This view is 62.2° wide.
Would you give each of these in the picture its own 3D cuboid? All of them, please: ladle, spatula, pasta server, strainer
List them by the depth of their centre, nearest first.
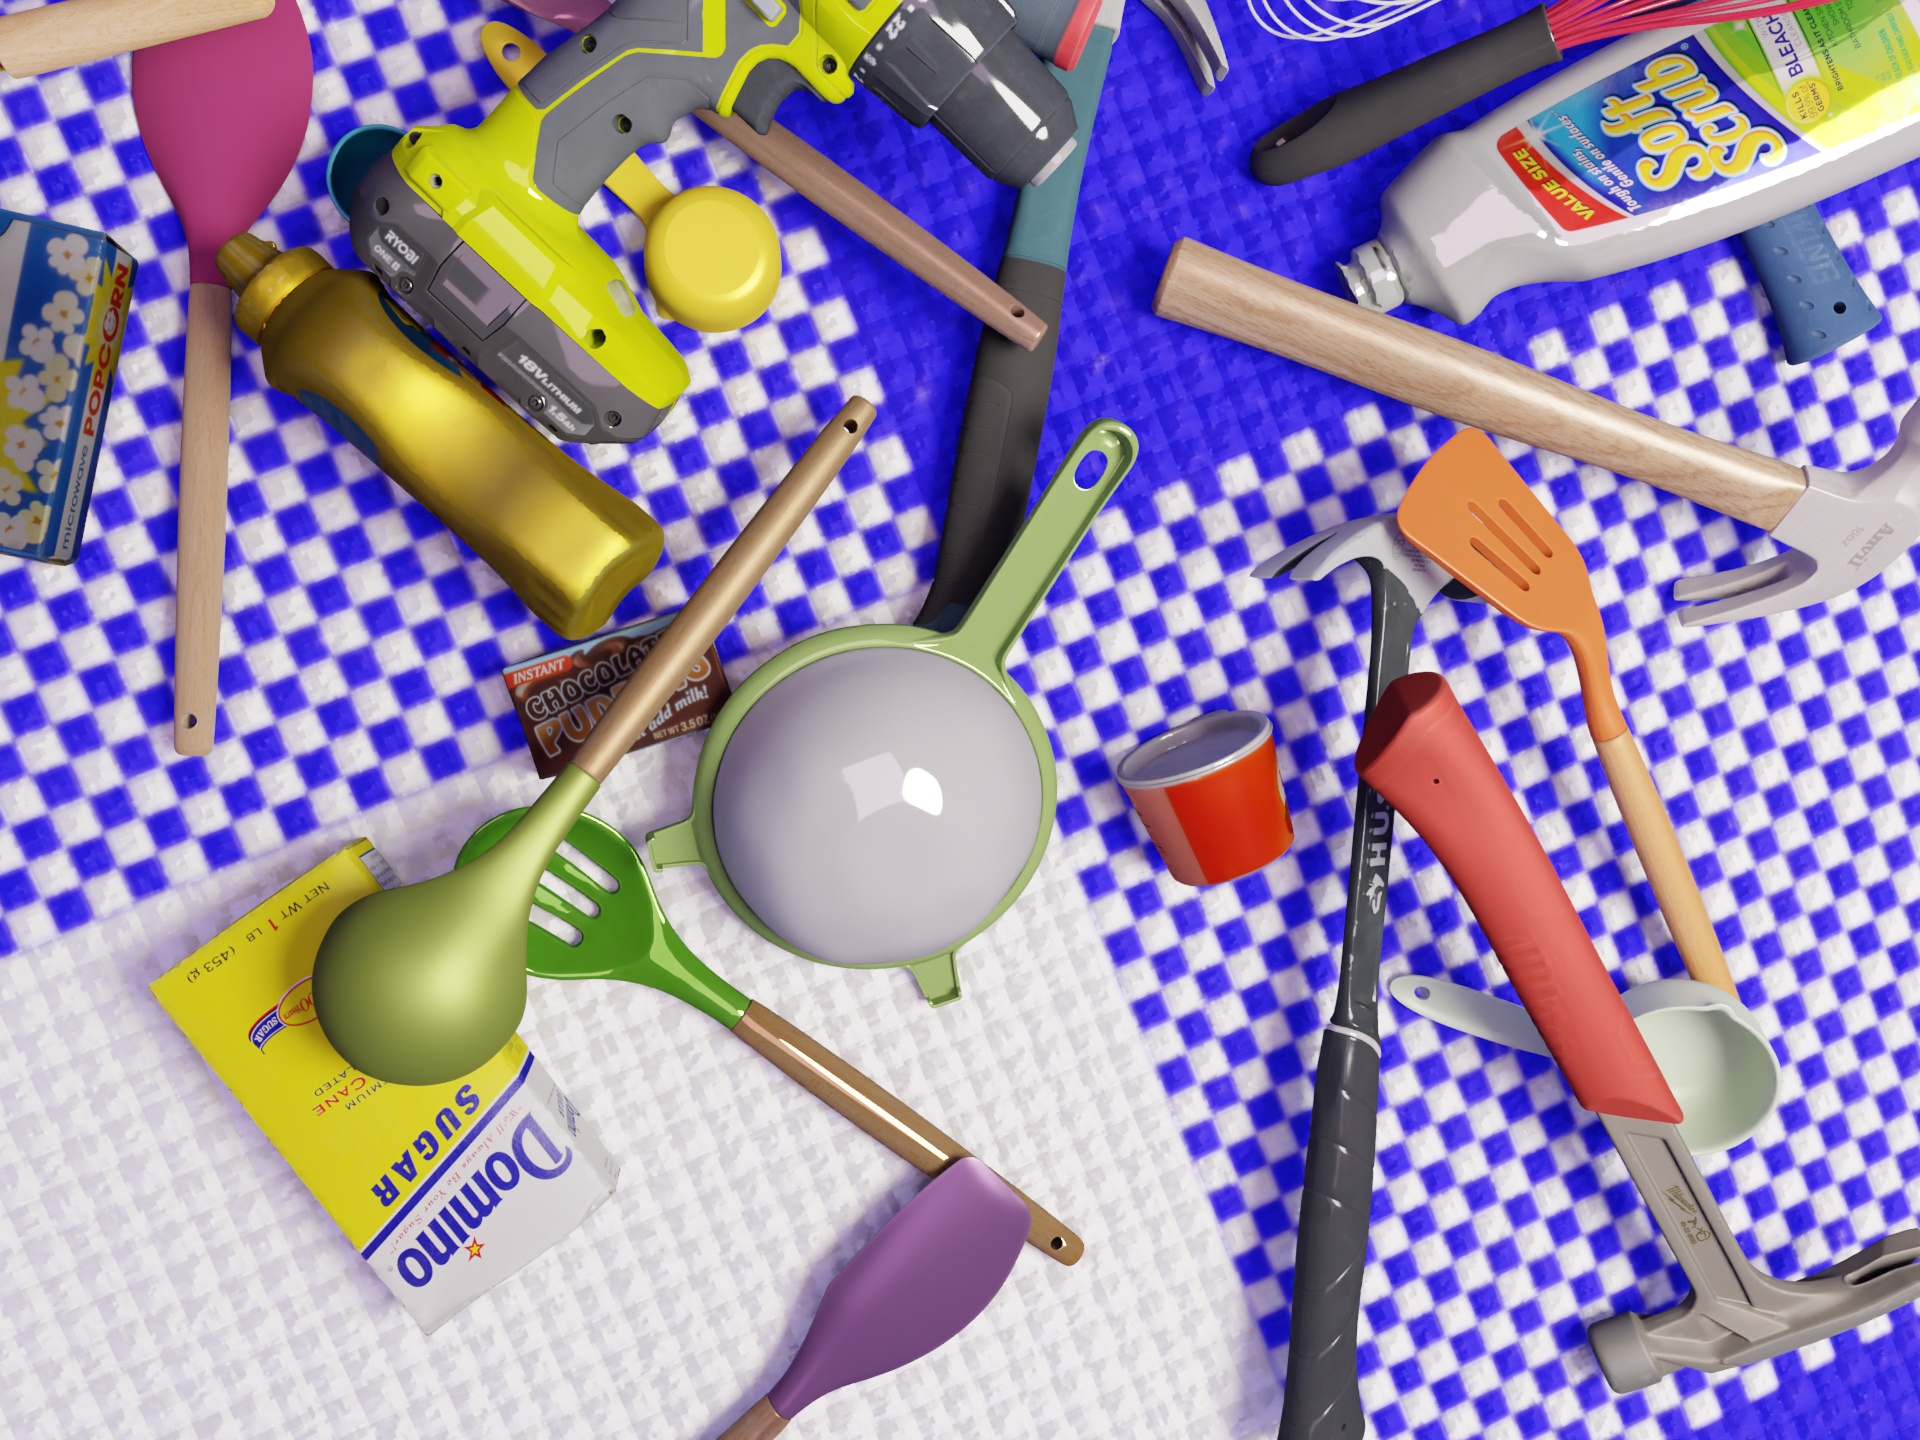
[{"bbox_3d":[-0.131,0.000,0.616,0.078,0.062,0.320,38,75,-13],"label":"ladle"},{"bbox_3d":[-0.001,-0.002,0.618,0.151,0.069,0.256,30,101,-17],"label":"strainer"},{"bbox_3d":[-0.095,-0.247,0.628,0.316,0.040,0.060,36,71,-1],"label":"pasta server"},{"bbox_3d":[-0.093,0.306,0.664,0.316,0.018,0.059,-43,103,-2],"label":"spatula"},{"bbox_3d":[0.278,0.024,0.684,0.081,0.041,0.322,-46,115,-35],"label":"spatula"}]

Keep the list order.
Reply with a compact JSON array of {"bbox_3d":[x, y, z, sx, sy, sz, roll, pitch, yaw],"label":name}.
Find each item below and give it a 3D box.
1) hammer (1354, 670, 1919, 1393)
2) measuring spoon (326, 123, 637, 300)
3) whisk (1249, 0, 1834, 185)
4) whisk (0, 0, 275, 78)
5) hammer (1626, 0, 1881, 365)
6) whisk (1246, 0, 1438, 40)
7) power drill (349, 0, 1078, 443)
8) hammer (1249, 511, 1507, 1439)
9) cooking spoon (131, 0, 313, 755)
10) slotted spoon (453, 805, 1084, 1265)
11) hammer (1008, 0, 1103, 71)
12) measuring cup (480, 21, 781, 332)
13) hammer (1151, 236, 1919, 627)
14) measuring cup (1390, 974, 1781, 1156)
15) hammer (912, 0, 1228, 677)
[{"bbox_3d":[0.269,0.129,0.651,0.149,0.037,0.358,-28,109,15],"label":"hammer"},{"bbox_3d":[-0.191,-0.197,0.646,0.128,0.021,0.042,25,96,-17],"label":"measuring spoon"},{"bbox_3d":[0.249,-0.277,0.617,0.296,0.073,0.073,-18,95,29],"label":"whisk"},{"bbox_3d":[-0.382,-0.249,0.594,0.245,0.051,0.047,-16,87,-5],"label":"whisk"},{"bbox_3d":[0.300,-0.348,0.698,0.144,0.035,0.405,-31,96,-6],"label":"hammer"},{"bbox_3d":[0.244,-0.330,0.648,0.284,0.070,0.070,-16,94,-12],"label":"whisk"},{"bbox_3d":[-0.089,-0.212,0.580,0.190,0.080,0.228,43,105,-13],"label":"power drill"},{"bbox_3d":[0.164,0.116,0.665,0.149,0.036,0.409,1,95,-41],"label":"hammer"},{"bbox_3d":[-0.296,-0.145,0.628,0.068,0.017,0.319,2,90,-8],"label":"cooking spoon"},{"bbox_3d":[-0.073,0.139,0.665,0.313,0.031,0.070,37,87,-9],"label":"slotted spoon"},{"bbox_3d":[-0.129,-0.337,0.603,0.386,0.038,0.143,25,69,-4],"label":"hammer"},{"bbox_3d":[-0.135,-0.224,0.641,0.062,0.029,0.156,-46,100,-4],"label":"measuring cup"},{"bbox_3d":[0.240,-0.130,0.673,0.331,0.130,0.031,20,45,0],"label":"hammer"},{"bbox_3d":[0.275,0.137,0.711,0.167,0.038,0.083,17,114,10],"label":"measuring cup"},{"bbox_3d":[0.026,-0.177,0.666,0.128,0.033,0.331,11,90,-7],"label":"hammer"}]
